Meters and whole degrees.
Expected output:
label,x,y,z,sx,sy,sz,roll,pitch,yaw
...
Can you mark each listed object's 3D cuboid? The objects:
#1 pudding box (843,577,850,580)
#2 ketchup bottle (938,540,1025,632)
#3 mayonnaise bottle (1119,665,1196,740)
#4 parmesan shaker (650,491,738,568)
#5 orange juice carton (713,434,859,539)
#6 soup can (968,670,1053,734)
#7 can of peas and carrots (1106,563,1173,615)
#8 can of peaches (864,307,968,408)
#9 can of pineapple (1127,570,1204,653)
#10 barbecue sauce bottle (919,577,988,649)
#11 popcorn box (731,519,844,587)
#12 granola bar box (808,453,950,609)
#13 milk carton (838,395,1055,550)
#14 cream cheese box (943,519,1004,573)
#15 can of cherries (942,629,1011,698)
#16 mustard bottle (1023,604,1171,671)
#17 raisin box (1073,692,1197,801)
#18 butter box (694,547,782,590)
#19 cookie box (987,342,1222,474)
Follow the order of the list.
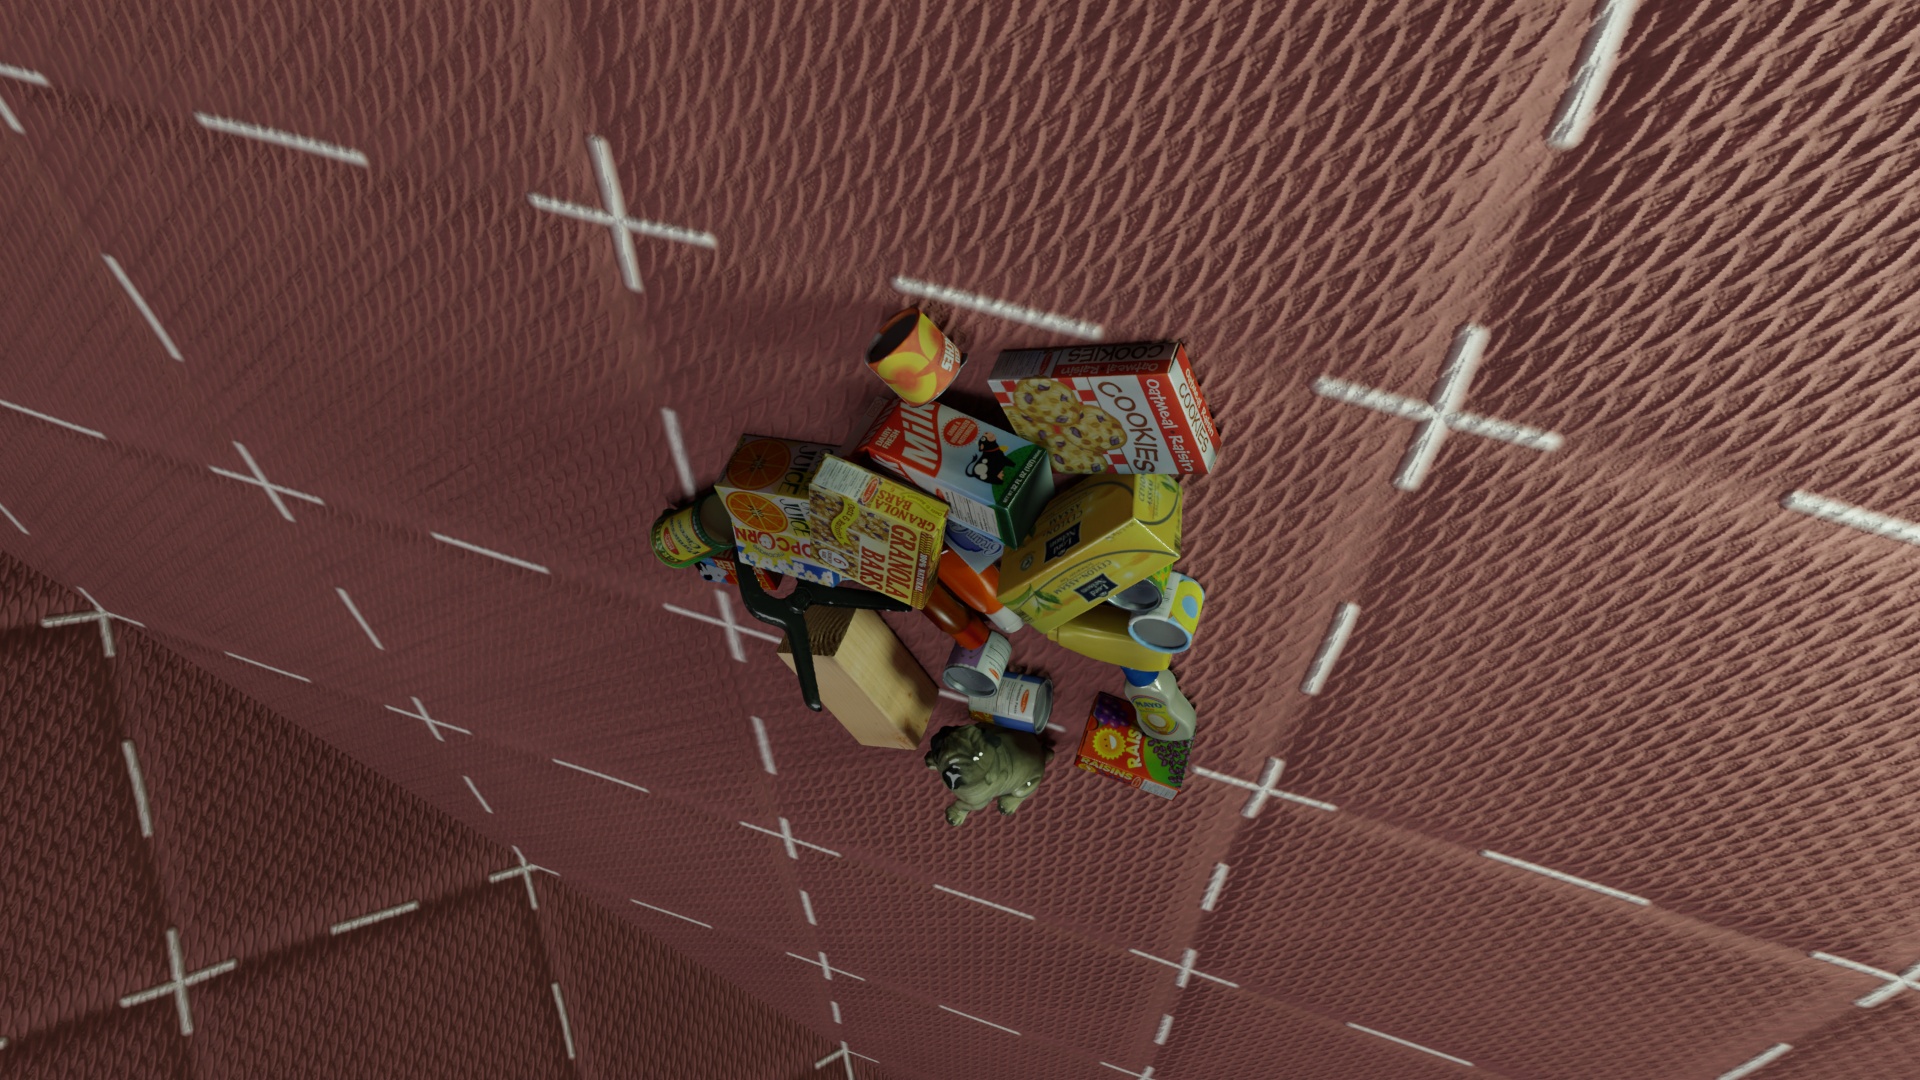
label,x,y,z,sx,sy,sz,roll,pitch,yaw
pudding box,-0.116,0.018,1.527,0.083,0.030,0.049,-3,140,35
ketchup bottle,0.016,0.043,1.470,0.064,0.044,0.148,-2,141,46
mayonnaise bottle,0.213,0.168,1.536,0.065,0.041,0.147,1,142,30
parmesan shaker,-0.294,-0.015,1.557,0.071,0.071,0.103,40,143,-25
orange juice carton,-0.143,-0.048,1.408,0.193,0.072,0.072,9,146,21
soup can,0.060,0.189,1.638,0.084,0.072,0.071,9,145,21
can of peas and carrots,0.171,0.028,1.341,0.071,0.059,0.070,16,148,10
can of peaches,-0.039,-0.158,1.190,0.071,0.071,0.058,-17,130,45
can of pineapple,0.206,0.072,1.385,0.071,0.058,0.070,15,147,10
barbecue sauce bottle,-0.022,0.069,1.524,0.148,0.043,0.065,46,178,-41
popcorn box,-0.184,-0.006,1.494,0.127,0.038,0.084,14,130,25
granola bar box,-0.079,-0.006,1.304,0.124,0.039,0.164,23,154,6
milk carton,-0.016,-0.072,1.259,0.191,0.072,0.073,24,156,22
cream cheese box,0.005,-0.017,1.383,0.053,0.024,0.103,-40,121,9
can of cherries,0.017,0.140,1.598,0.071,0.059,0.071,15,148,10
mustard bottle,0.144,0.095,1.464,0.160,0.049,0.065,12,144,17
raisin box,0.202,0.238,1.605,0.123,0.086,0.040,20,149,5
butter box,-0.265,0.030,1.641,0.103,0.024,0.053,7,145,24
cookie box,0.124,-0.111,1.185,0.167,0.040,0.122,2,142,31
